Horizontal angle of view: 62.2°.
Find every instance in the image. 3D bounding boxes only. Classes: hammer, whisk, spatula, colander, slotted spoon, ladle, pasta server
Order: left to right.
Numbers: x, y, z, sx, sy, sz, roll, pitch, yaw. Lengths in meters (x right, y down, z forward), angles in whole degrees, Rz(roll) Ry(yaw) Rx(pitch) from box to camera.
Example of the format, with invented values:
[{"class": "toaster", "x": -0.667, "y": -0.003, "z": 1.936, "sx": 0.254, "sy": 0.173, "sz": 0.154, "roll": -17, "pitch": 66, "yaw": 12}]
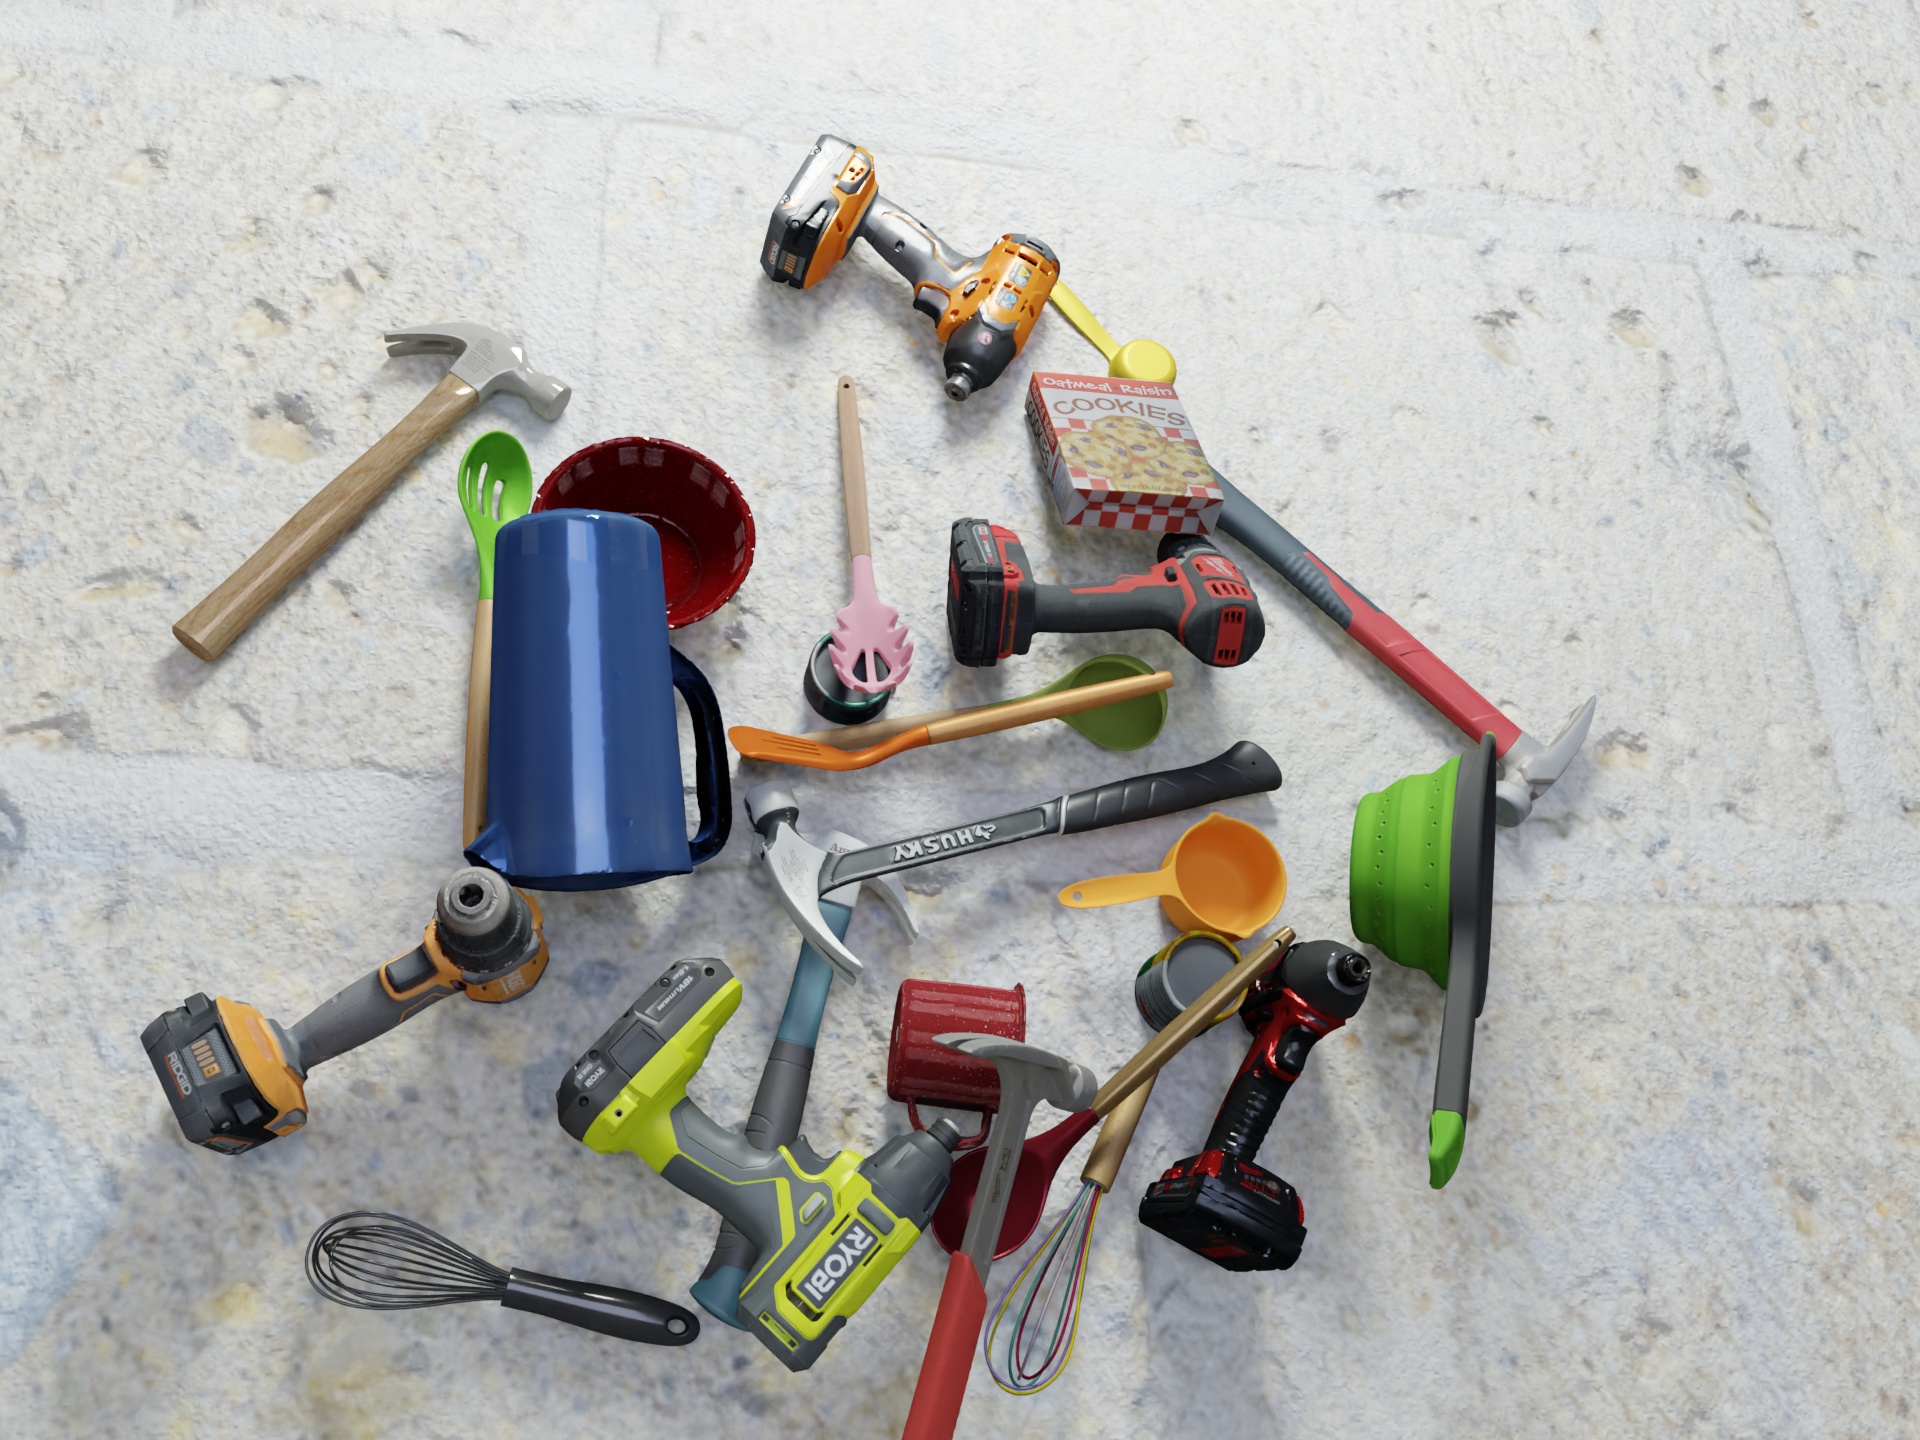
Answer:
[{"class": "hammer", "x": -0.439, "y": -0.172, "z": 1.155, "sx": 0.130, "sy": 0.031, "sz": 0.331, "roll": 35, "pitch": 64, "yaw": 3}, {"class": "slotted spoon", "x": -0.338, "y": -0.060, "z": 1.128, "sx": 0.031, "sy": 0.070, "sz": 0.314, "roll": -13, "pitch": 69, "yaw": 27}, {"class": "whisk", "x": -0.274, "y": 0.346, "z": 0.963, "sx": 0.239, "sy": 0.055, "sz": 0.055, "roll": 17, "pitch": 64, "yaw": -11}, {"class": "hammer", "x": -0.115, "y": 0.229, "z": 1.058, "sx": 0.128, "sy": 0.033, "sz": 0.331, "roll": 16, "pitch": 65, "yaw": -5}, {"class": "pasta server", "x": -0.076, "y": -0.147, "z": 1.203, "sx": 0.060, "sy": 0.040, "sz": 0.317, "roll": -3, "pitch": 58, "yaw": -6}, {"class": "hammer", "x": -0.009, "y": 0.370, "z": 0.955, "sx": 0.149, "sy": 0.037, "sz": 0.359, "roll": 28, "pitch": 75, "yaw": -49}, {"class": "spatula", "x": -0.002, "y": -0.004, "z": 1.130, "sx": 0.322, "sy": 0.081, "sz": 0.041, "roll": -13, "pitch": 106, "yaw": -10}, {"class": "ladle", "x": -0.002, "y": 0.005, "z": 1.171, "sx": 0.320, "sy": 0.078, "sz": 0.062, "roll": -9, "pitch": 29, "yaw": -13}, {"class": "hammer", "x": 0.058, "y": 0.076, "z": 1.142, "sx": 0.409, "sy": 0.036, "sz": 0.149, "roll": -11, "pitch": 63, "yaw": -24}, {"class": "whisk", "x": 0.084, "y": 0.330, "z": 1.056, "sx": 0.051, "sy": 0.047, "sz": 0.245, "roll": 47, "pitch": 55, "yaw": -26}, {"class": "ladle", "x": 0.107, "y": 0.244, "z": 1.066, "sx": 0.315, "sy": 0.031, "sz": 0.069, "roll": -40, "pitch": 80, "yaw": -8}, {"class": "hammer", "x": 0.340, "y": -0.089, "z": 1.301, "sx": 0.386, "sy": 0.038, "sz": 0.143, "roll": 42, "pitch": 63, "yaw": 7}, {"class": "colander", "x": 0.310, "y": 0.155, "z": 1.096, "sx": 0.094, "sy": 0.204, "sz": 0.397, "roll": 2, "pitch": 34, "yaw": 21}]

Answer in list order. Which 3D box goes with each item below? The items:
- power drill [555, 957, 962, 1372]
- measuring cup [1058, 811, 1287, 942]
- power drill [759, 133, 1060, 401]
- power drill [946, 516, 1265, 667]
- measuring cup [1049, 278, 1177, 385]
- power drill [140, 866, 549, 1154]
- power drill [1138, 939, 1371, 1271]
[{"class": "power drill", "x": -0.122, "y": 0.259, "z": 0.984, "sx": 0.223, "sy": 0.080, "sz": 0.171, "roll": 41, "pitch": 69, "yaw": 7}, {"class": "measuring cup", "x": 0.148, "y": 0.125, "z": 1.156, "sx": 0.173, "sy": 0.052, "sz": 0.095, "roll": -6, "pitch": 69, "yaw": -14}, {"class": "power drill", "x": -0.045, "y": -0.365, "z": 1.308, "sx": 0.226, "sy": 0.084, "sz": 0.164, "roll": 27, "pitch": 64, "yaw": -5}, {"class": "power drill", "x": 0.105, "y": -0.104, "z": 1.205, "sx": 0.226, "sy": 0.080, "sz": 0.188, "roll": 1, "pitch": 27, "yaw": -6}, {"class": "measuring cup", "x": 0.124, "y": -0.334, "z": 1.360, "sx": 0.062, "sy": 0.029, "sz": 0.156, "roll": -38, "pitch": 82, "yaw": -25}, {"class": "power drill", "x": -0.356, "y": 0.164, "z": 0.947, "sx": 0.226, "sy": 0.185, "sz": 0.084, "roll": -27, "pitch": 77, "yaw": -19}, {"class": "power drill", "x": 0.209, "y": 0.249, "z": 1.067, "sx": 0.078, "sy": 0.143, "sz": 0.220, "roll": 29, "pitch": 66, "yaw": -3}]
